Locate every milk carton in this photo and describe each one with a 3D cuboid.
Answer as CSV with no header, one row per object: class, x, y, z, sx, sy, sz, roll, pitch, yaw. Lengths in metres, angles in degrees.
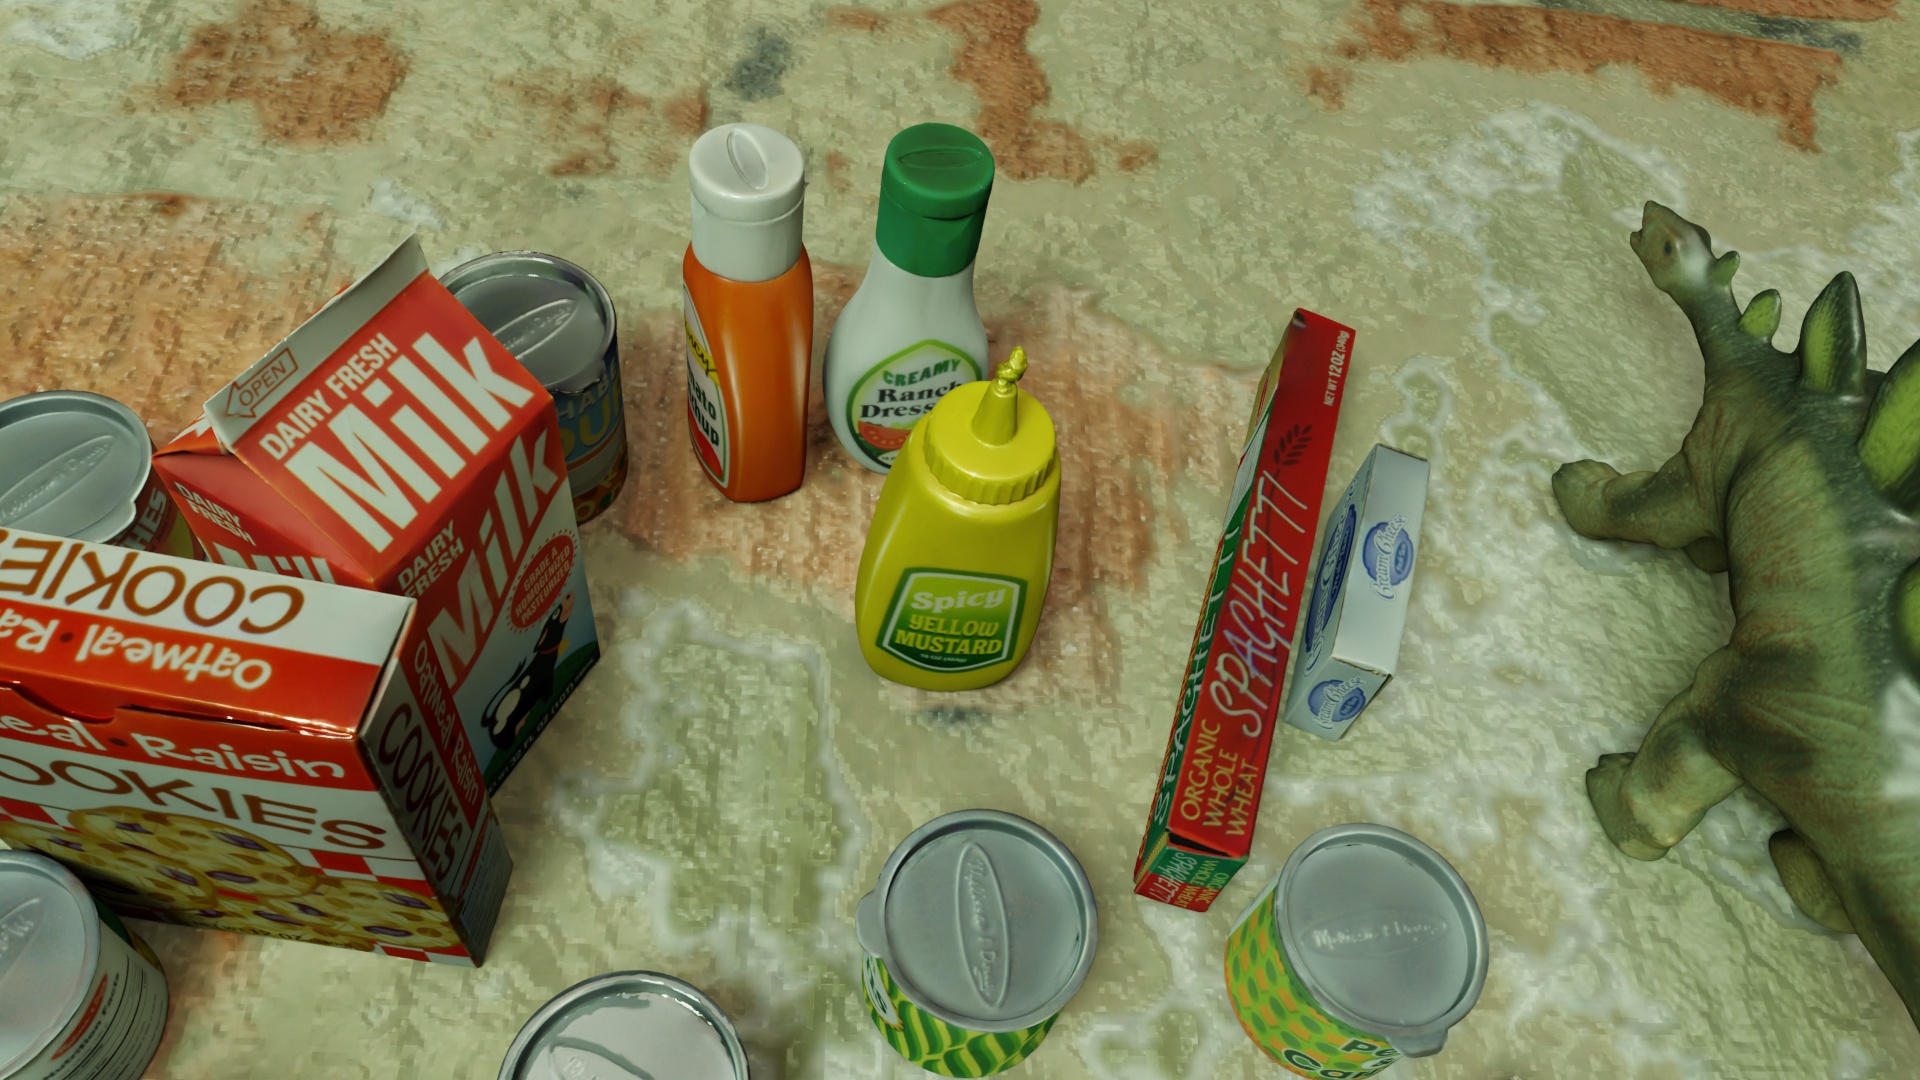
milk carton,-0.163,-0.001,0.403,0.073,0.189,0.073,27,56,9

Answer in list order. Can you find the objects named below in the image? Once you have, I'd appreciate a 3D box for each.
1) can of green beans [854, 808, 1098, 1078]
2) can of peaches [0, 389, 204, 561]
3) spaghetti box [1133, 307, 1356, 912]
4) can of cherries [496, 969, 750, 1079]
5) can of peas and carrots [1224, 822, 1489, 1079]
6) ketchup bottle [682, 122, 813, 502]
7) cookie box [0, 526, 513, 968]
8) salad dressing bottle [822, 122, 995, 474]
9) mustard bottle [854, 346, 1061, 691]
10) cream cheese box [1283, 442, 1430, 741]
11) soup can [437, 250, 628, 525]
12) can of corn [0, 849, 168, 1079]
can of green beans,0.004,0.124,0.424,0.071,0.057,0.071,4,55,-6
can of peaches,-0.296,-0.006,0.465,0.071,0.057,0.071,4,55,-6
spaghetti box,0.110,0.016,0.521,0.029,0.050,0.251,19,55,4
can of cherries,-0.093,0.162,0.382,0.071,0.058,0.072,4,55,-6
can of peas and carrots,0.123,0.133,0.437,0.071,0.058,0.071,4,55,-6
ketchup bottle,-0.076,-0.079,0.496,0.044,0.148,0.065,-16,60,-19
cookie box,-0.195,0.063,0.368,0.123,0.166,0.040,10,55,-2
salad dressing bottle,-0.017,-0.084,0.509,0.064,0.146,0.044,-7,58,-14
mustard bottle,0.002,-0.006,0.451,0.065,0.159,0.049,5,55,-6
cream cheese box,0.150,0.019,0.523,0.024,0.053,0.104,20,55,5
soup can,-0.154,-0.050,0.503,0.071,0.083,0.072,4,55,-6
can of corn,-0.264,0.125,0.380,0.071,0.058,0.071,4,55,-6
